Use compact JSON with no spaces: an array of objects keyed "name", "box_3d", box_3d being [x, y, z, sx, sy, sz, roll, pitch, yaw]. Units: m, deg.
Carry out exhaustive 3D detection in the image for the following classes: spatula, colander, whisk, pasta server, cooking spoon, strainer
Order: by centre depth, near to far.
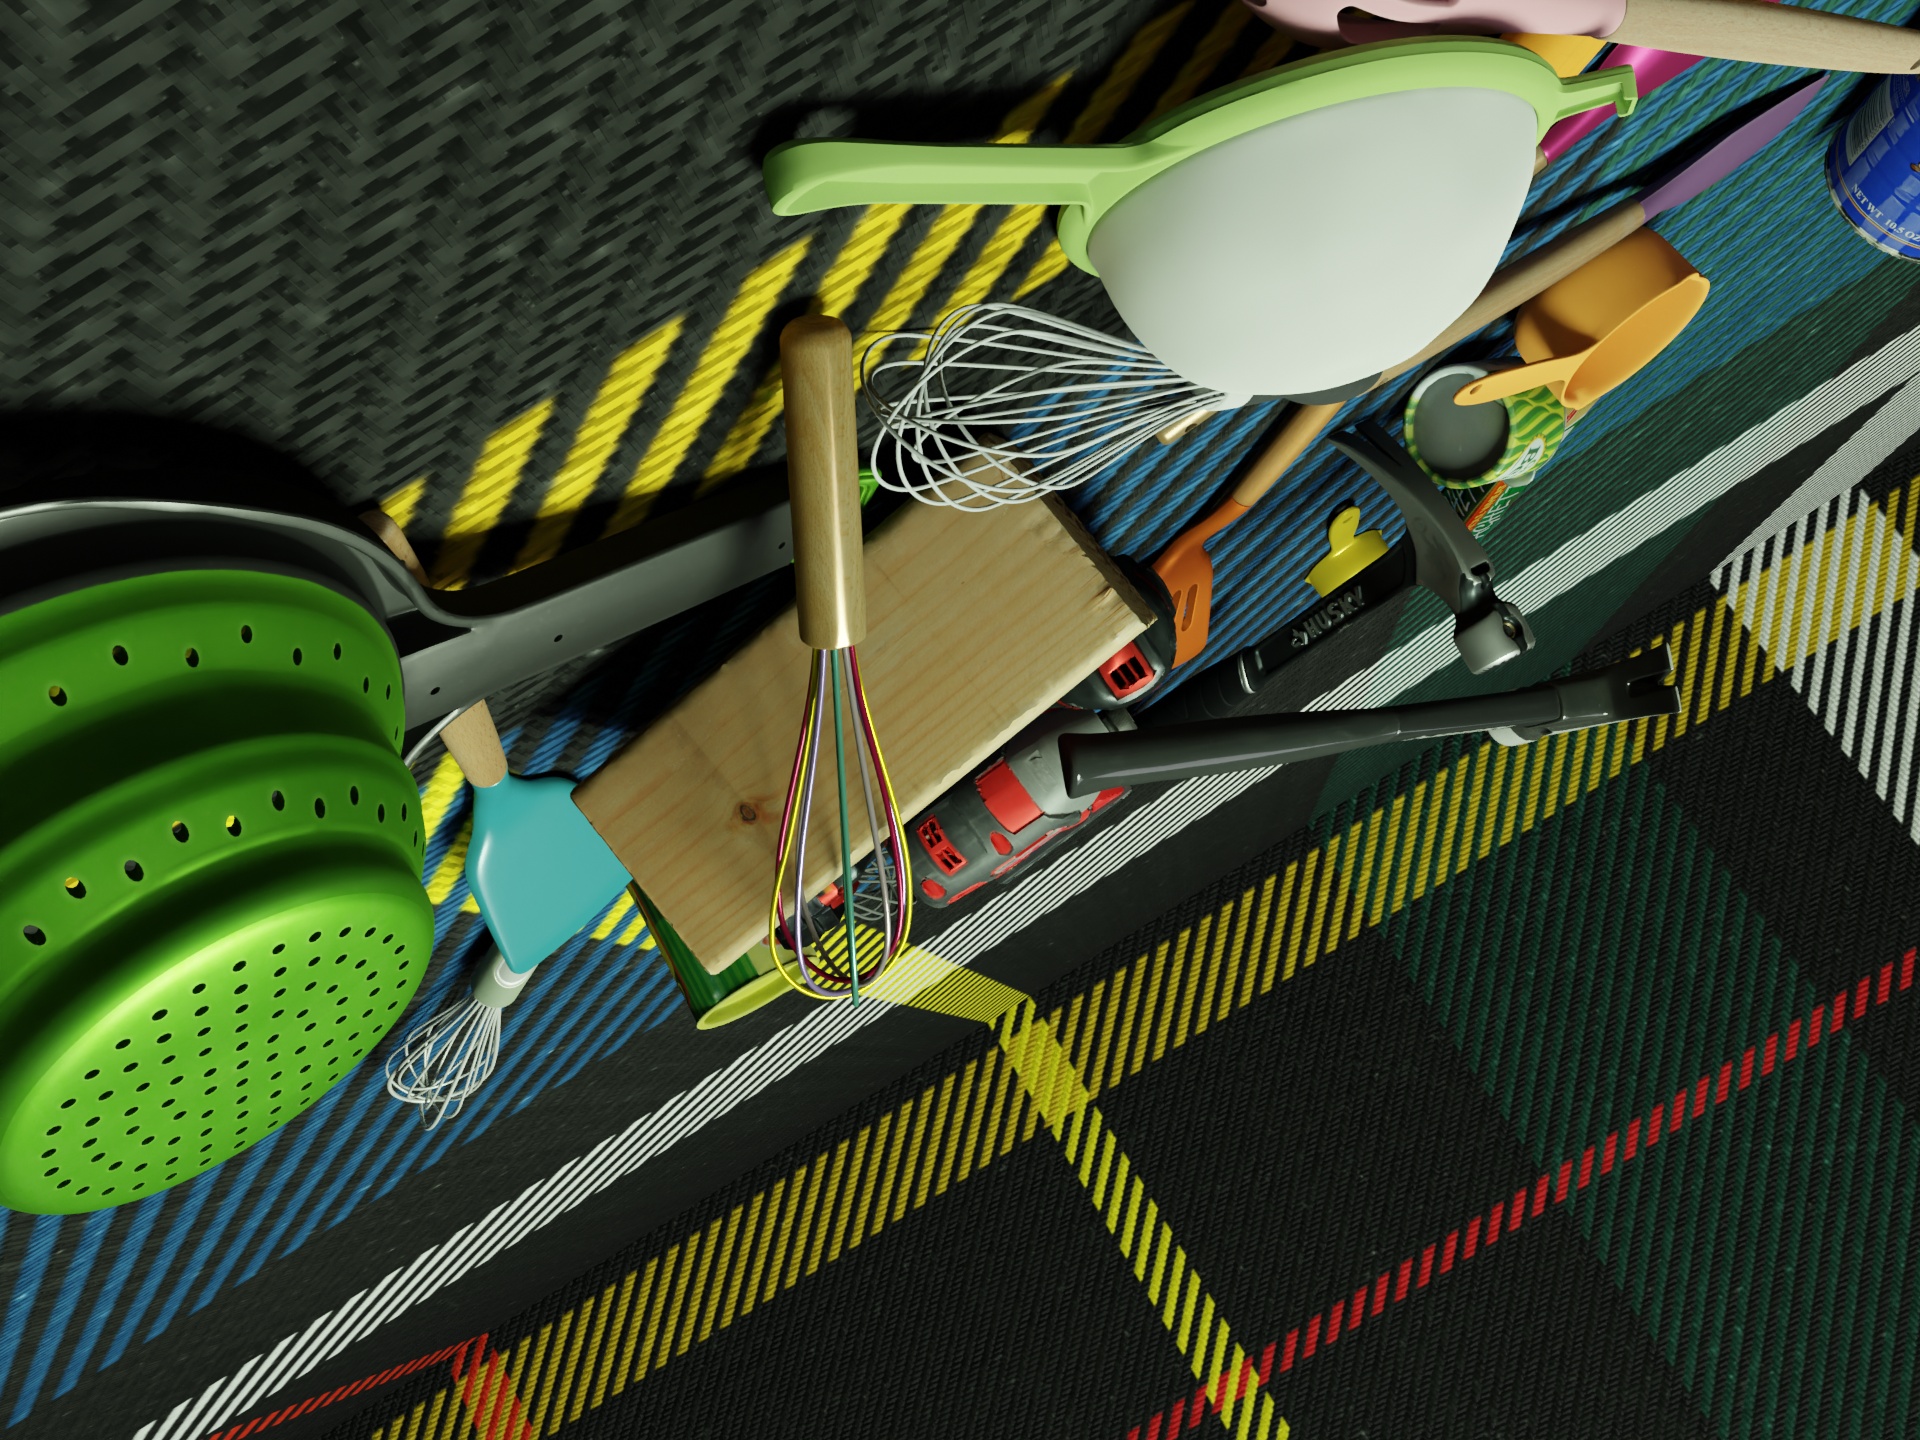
[{"name":"colander","box_3d":[-0.142,0.016,0.431,0.397,0.094,0.204,-30,157,-40]},{"name":"strainer","box_3d":[0.065,-0.129,0.451,0.256,0.069,0.151,-12,177,-33]},{"name":"pasta server","box_3d":[0.206,-0.216,0.476,0.316,0.040,0.060,-11,159,-33]},{"name":"whisk","box_3d":[-0.043,-0.006,0.513,0.047,0.244,0.051,2,-152,5]},{"name":"whisk","box_3d":[0.073,-0.120,0.566,0.284,0.070,0.070,-18,160,-44]},{"name":"spatula","box_3d":[-0.165,0.014,0.569,0.082,0.044,0.317,-43,168,-20]},{"name":"cooking spoon","box_3d":[0.208,-0.211,0.636,0.319,0.017,0.068,-35,164,14]},{"name":"spatula","box_3d":[0.290,-0.221,0.731,0.316,0.018,0.059,-32,167,-21]},{"name":"spatula","box_3d":[0.158,-0.120,0.790,0.081,0.041,0.322,-21,161,-33]},{"name":"whisk","box_3d":[-0.246,0.143,0.828,0.057,0.059,0.246,12,137,-29]},{"name":"whisk","box_3d":[-0.093,0.102,0.996,0.055,0.055,0.238,-37,161,20]}]

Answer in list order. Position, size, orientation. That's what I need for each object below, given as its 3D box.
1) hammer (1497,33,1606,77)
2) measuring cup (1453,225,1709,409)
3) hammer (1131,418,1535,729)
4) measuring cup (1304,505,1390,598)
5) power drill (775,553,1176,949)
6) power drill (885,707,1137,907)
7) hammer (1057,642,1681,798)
[{"name":"hammer","box_3d":[0.223,-0.257,0.489,0.127,0.034,0.336,-21,162,-38]},{"name":"measuring cup","box_3d":[0.291,-0.195,0.787,0.173,0.052,0.095,-20,157,-28]},{"name":"hammer","box_3d":[0.187,-0.042,0.990,0.036,0.149,0.409,-24,173,-24]},{"name":"measuring cup","box_3d":[0.258,-0.109,1.041,0.062,0.029,0.156,-34,167,7]},{"name":"power drill","box_3d":[-0.001,-0.002,0.743,0.226,0.080,0.188,-34,-174,8]},{"name":"power drill","box_3d":[0.038,0.038,0.900,0.143,0.078,0.219,-37,176,5]},{"name":"hammer","box_3d":[0.201,0.004,0.800,0.334,0.035,0.146,-6,173,-21]}]
